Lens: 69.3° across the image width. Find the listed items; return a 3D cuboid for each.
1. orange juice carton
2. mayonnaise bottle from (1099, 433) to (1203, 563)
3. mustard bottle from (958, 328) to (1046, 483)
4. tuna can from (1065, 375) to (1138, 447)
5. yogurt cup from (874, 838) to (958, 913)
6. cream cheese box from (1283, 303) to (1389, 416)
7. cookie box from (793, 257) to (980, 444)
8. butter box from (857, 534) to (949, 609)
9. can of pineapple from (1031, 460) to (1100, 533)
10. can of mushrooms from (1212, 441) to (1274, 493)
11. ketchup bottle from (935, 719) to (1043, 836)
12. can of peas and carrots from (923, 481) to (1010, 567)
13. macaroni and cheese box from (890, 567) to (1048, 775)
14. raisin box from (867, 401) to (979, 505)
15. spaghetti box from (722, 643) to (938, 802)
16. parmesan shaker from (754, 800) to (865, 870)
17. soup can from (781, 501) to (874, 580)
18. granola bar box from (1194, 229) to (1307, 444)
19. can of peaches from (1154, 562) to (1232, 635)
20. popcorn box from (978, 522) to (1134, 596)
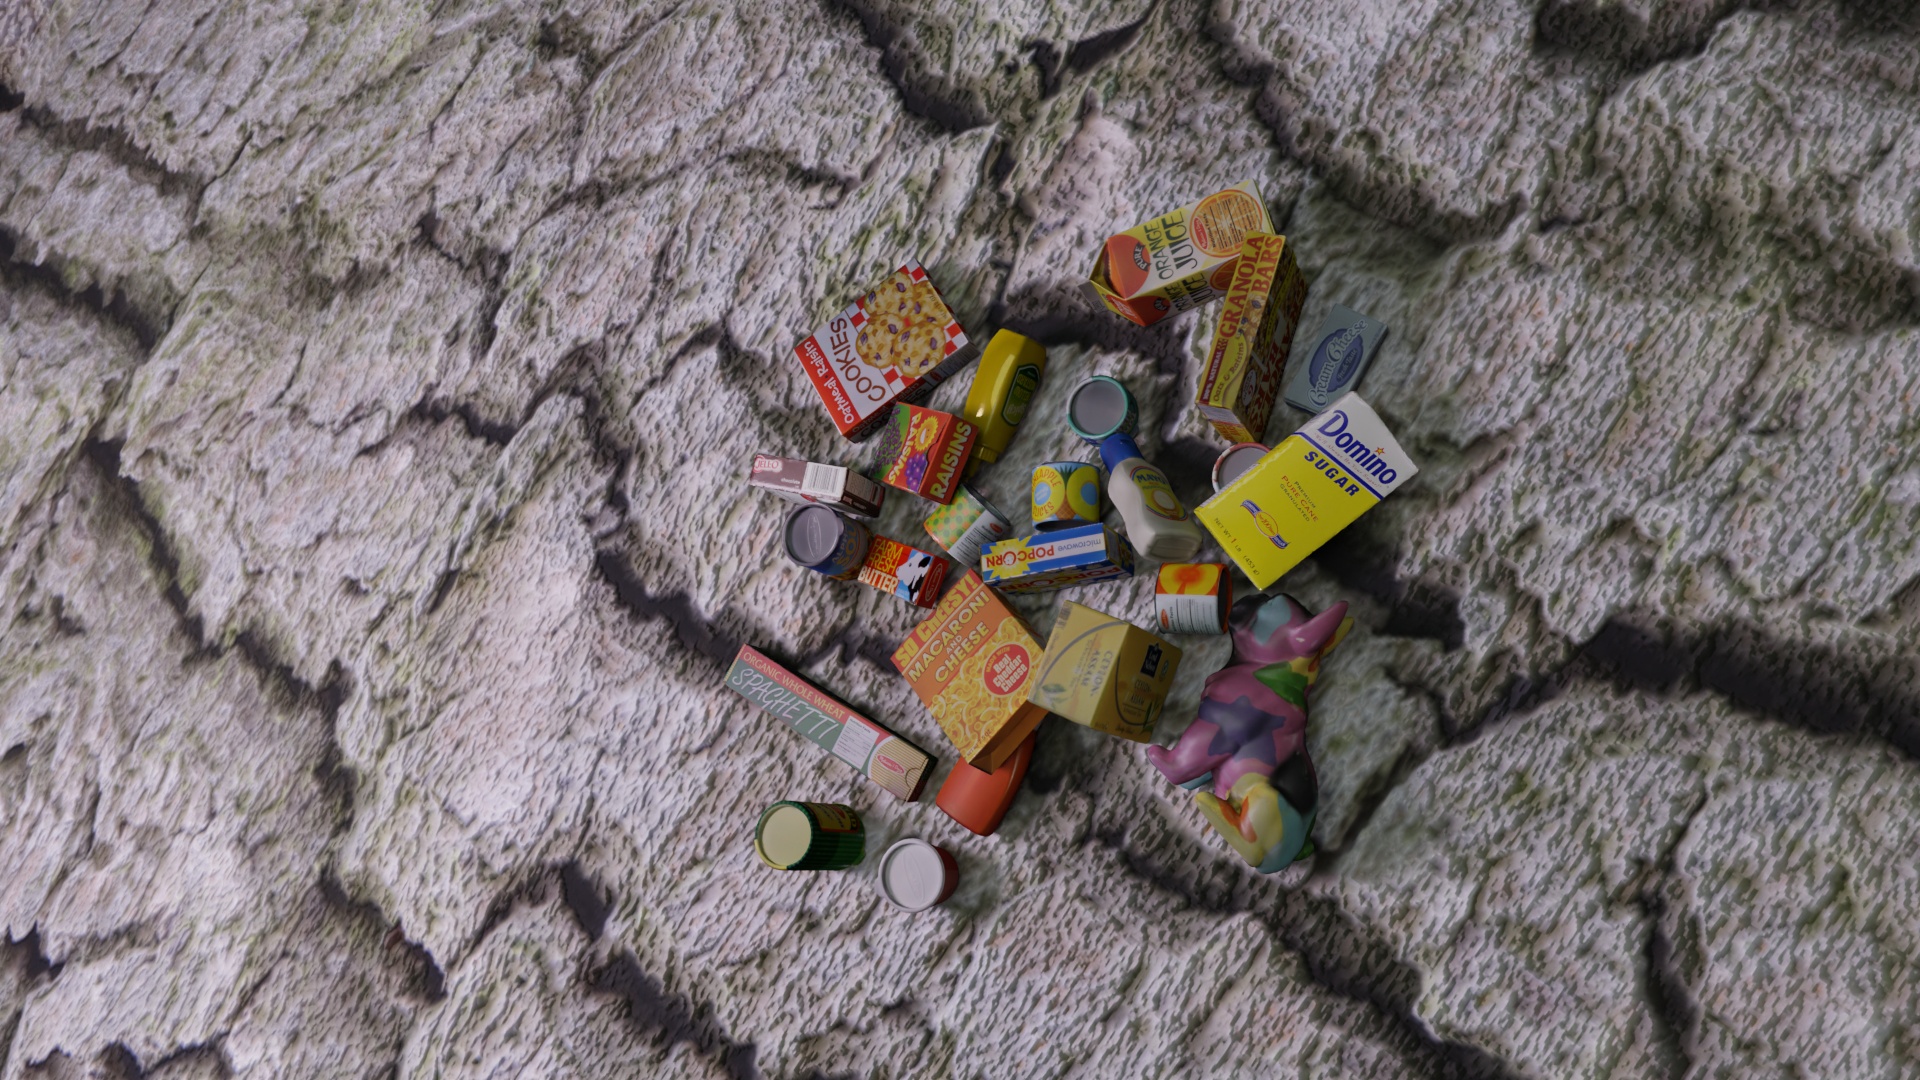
[{"bbox_3d":[0.210,-0.269,1.343,0.192,0.072,0.073,-20,70,18],"label":"orange juice carton"},{"bbox_3d":[0.171,-0.042,1.296,0.149,0.065,0.041,-112,36,-44],"label":"mayonnaise bottle"},{"bbox_3d":[0.034,-0.129,1.393,0.049,0.065,0.160,24,95,33],"label":"mustard bottle"},{"bbox_3d":[0.140,-0.125,1.360,0.071,0.033,0.071,-6,75,23],"label":"tuna can"},{"bbox_3d":[-0.036,0.318,1.318,0.072,0.054,0.072,-5,76,22],"label":"yogurt cup"},{"bbox_3d":[0.348,-0.163,1.284,0.053,0.024,0.104,29,90,27],"label":"cream cheese box"},{"bbox_3d":[-0.080,-0.199,1.471,0.167,0.040,0.123,-35,66,11],"label":"cookie box"},{"bbox_3d":[-0.058,0.031,1.393,0.103,0.024,0.053,19,86,49],"label":"butter box"},{"bbox_3d":[0.100,-0.041,1.337,0.071,0.071,0.058,-5,76,23],"label":"can of pineapple"},{"bbox_3d":[0.270,-0.058,1.288,0.071,0.033,0.071,-6,75,23],"label":"can of mushrooms"},{"bbox_3d":[0.038,0.203,1.319,0.065,0.043,0.149,31,91,28],"label":"ketchup bottle"},{"bbox_3d":[0.005,-0.017,1.375,0.058,0.071,0.071,-48,64,7],"label":"can of peas and carrots"},{"bbox_3d":[0.018,0.121,1.320,0.123,0.040,0.167,-48,45,6],"label":"macaroni and cheese box"},{"bbox_3d":[-0.039,-0.089,1.390,0.123,0.040,0.086,22,89,60],"label":"raisin box"},{"bbox_3d":[-0.135,0.182,1.407,0.250,0.028,0.050,28,90,26],"label":"spaghetti box"},{"bbox_3d":[-0.143,0.287,1.344,0.071,0.103,0.071,-6,76,22],"label":"parmesan shaker"},{"bbox_3d":[-0.131,0.002,1.419,0.071,0.083,0.071,-5,76,22],"label":"soup can"},{"bbox_3d":[0.269,-0.181,1.267,0.039,0.124,0.165,15,84,25],"label":"granola bar box"},{"bbox_3d":[0.214,0.051,1.269,0.058,0.071,0.071,0,78,24],"label":"can of peaches"},{"bbox_3d":[0.092,0.019,1.317,0.126,0.085,0.038,-10,75,21],"label":"popcorn box"}]
